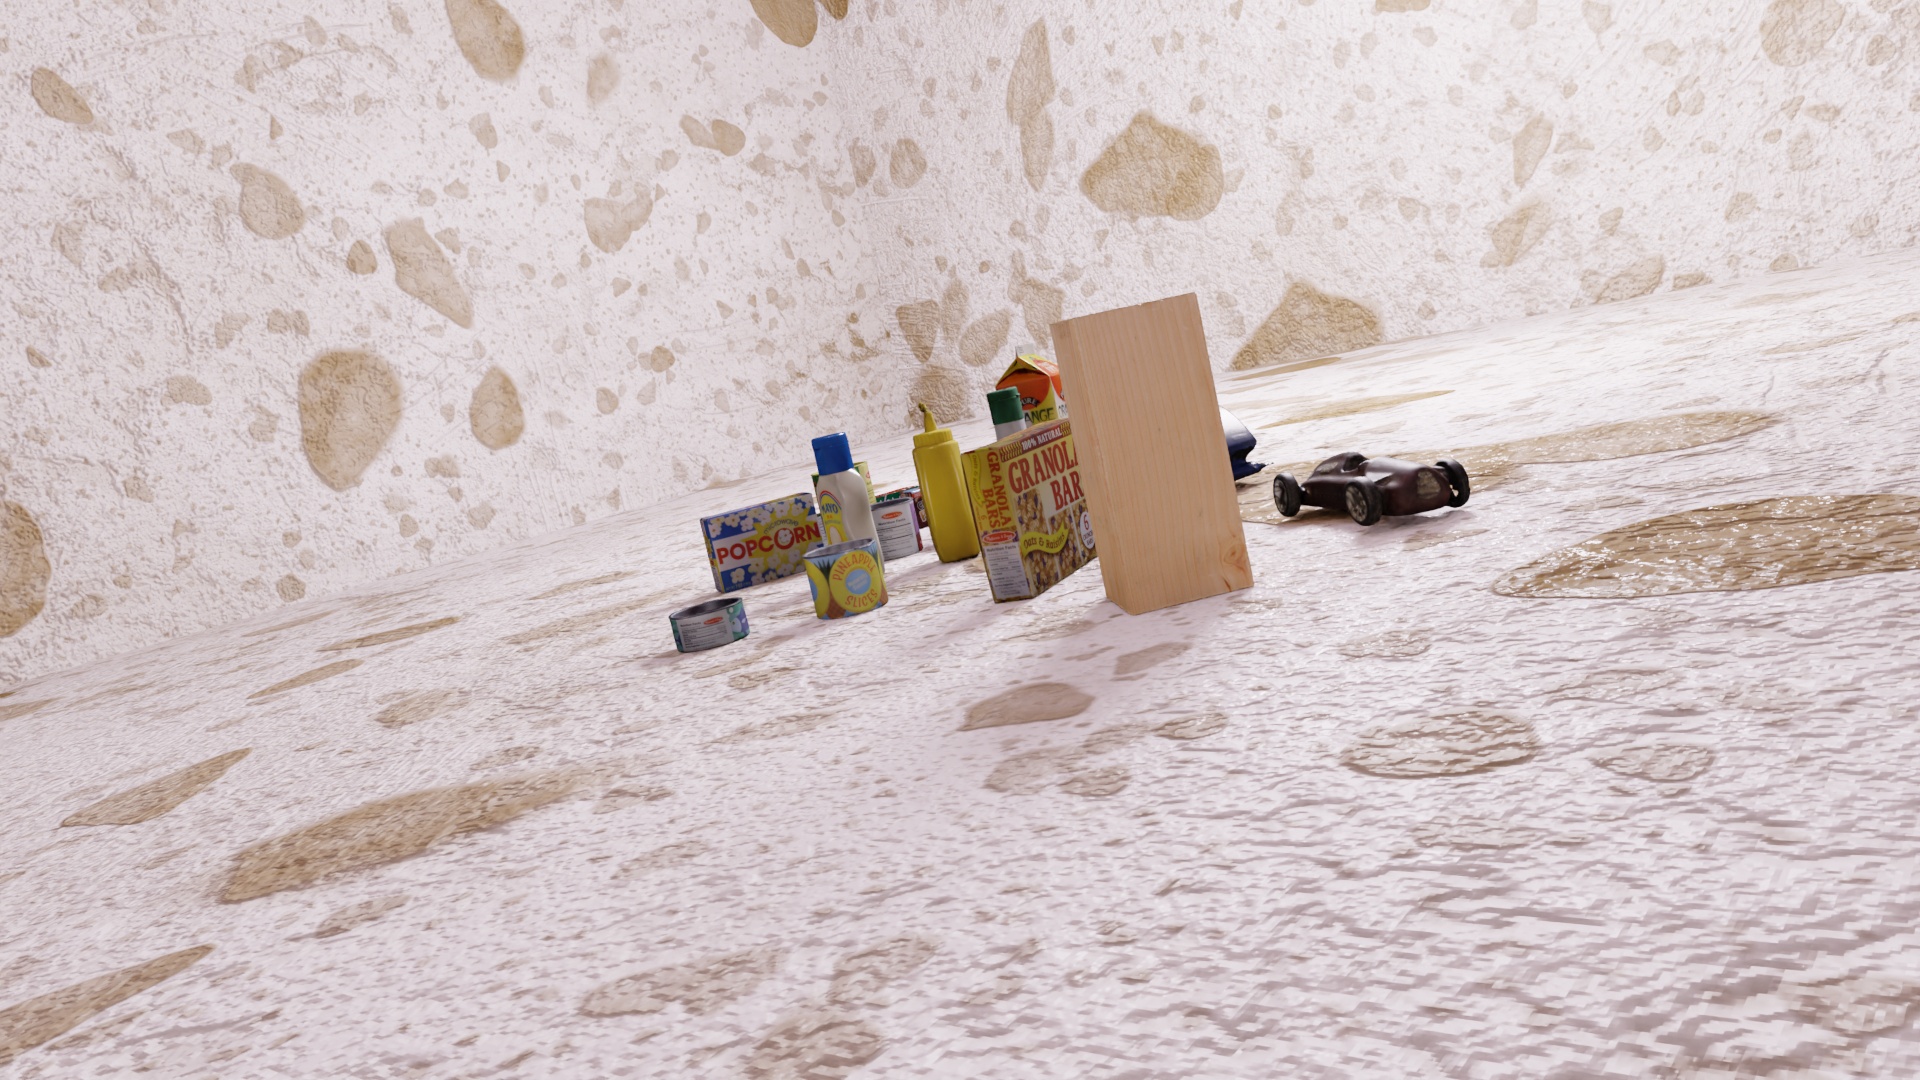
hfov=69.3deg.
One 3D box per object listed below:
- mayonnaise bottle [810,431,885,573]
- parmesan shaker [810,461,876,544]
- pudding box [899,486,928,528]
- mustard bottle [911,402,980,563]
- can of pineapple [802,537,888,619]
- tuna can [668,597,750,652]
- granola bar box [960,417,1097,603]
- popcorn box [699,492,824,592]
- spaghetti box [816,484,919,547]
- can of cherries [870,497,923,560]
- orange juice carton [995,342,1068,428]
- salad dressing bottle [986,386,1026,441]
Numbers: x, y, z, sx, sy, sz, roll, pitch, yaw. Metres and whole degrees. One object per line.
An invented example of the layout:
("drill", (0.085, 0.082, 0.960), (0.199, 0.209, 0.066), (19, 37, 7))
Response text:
("mayonnaise bottle", (-0.117, -0.034, 1.398), (0.041, 0.148, 0.064), (-18, 9, -35))
("parmesan shaker", (-0.127, -0.032, 1.575), (0.071, 0.103, 0.071), (-13, 7, 2))
("pudding box", (-0.031, -0.047, 1.727), (0.084, 0.049, 0.030), (-18, 9, -35))
("mustard bottle", (-0.018, -0.060, 1.379), (0.049, 0.160, 0.065), (-13, 7, -3))
("can of pineapple", (-0.100, 0.034, 1.220), (0.071, 0.057, 0.071), (-13, 7, 2))
("tuna can", (-0.220, 0.074, 1.221), (0.071, 0.032, 0.071), (-13, 7, 2))
("granola bar box", (0.063, -0.029, 1.158), (0.039, 0.124, 0.166), (-9, 8, 28))
("popcorn box", (-0.219, 0.001, 1.549), (0.127, 0.085, 0.038), (-16, 8, -23))
("spaghetti box", (-0.145, -0.016, 1.684), (0.251, 0.050, 0.028), (-19, 9, -37))
("can of cherries", (-0.078, -0.012, 1.513), (0.071, 0.058, 0.071), (-13, 7, 2))
("orange juice carton", (0.097, -0.142, 1.671), (0.073, 0.192, 0.072), (-10, 8, 24))
("salad dressing bottle", (0.063, -0.102, 1.601), (0.044, 0.147, 0.064), (-10, 7, 19))
